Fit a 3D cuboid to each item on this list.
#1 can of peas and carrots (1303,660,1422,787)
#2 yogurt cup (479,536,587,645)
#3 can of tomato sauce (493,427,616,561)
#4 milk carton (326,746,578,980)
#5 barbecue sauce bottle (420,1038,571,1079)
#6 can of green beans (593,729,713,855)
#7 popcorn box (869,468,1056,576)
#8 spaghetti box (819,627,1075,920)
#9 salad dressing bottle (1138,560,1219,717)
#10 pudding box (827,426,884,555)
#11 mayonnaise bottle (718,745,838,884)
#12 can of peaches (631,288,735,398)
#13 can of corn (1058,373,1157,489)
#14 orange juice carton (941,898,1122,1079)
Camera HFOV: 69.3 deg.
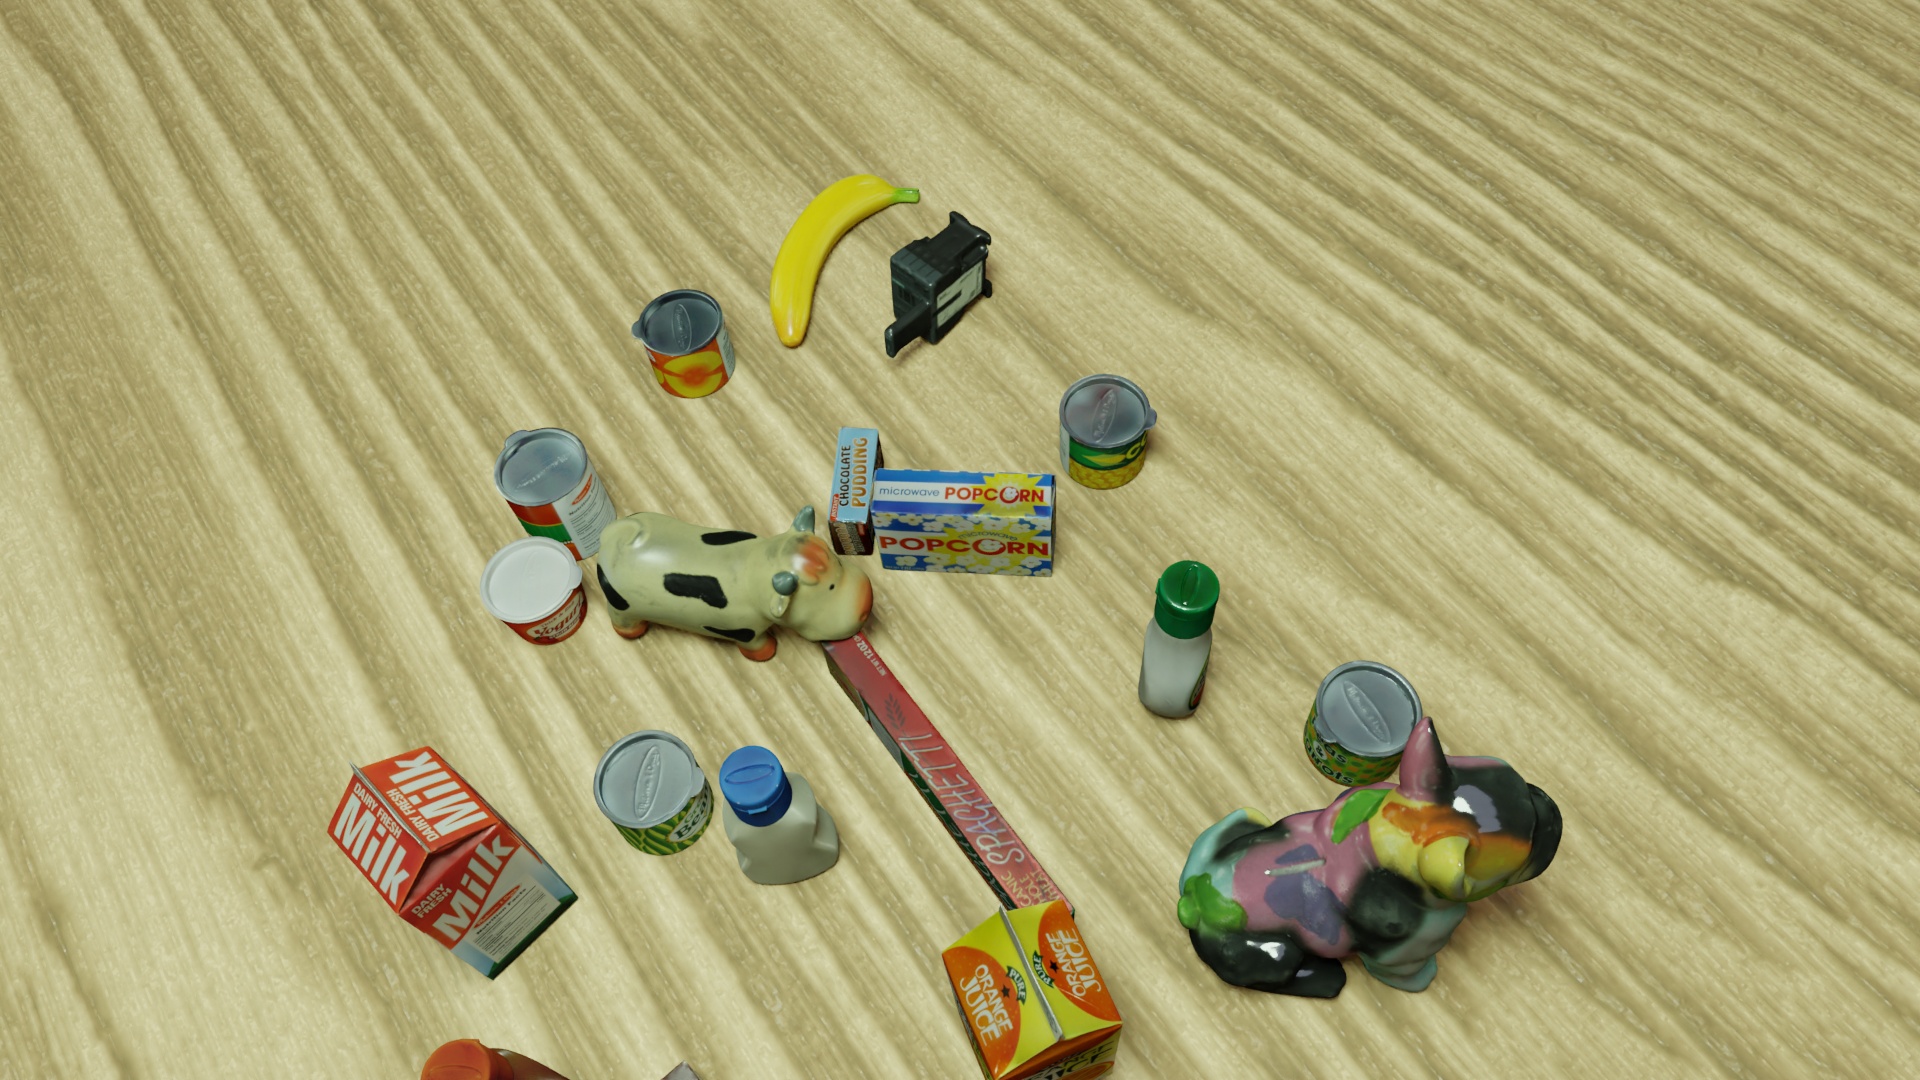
[{"bbox_3d":[0.257,0.121,0.900,0.071,0.058,0.071,-2,59,3],"label":"can of peas and carrots"},{"bbox_3d":[-0.299,0.039,0.986,0.072,0.053,0.073,-2,59,3],"label":"yogurt cup"},{"bbox_3d":[-0.295,-0.033,1.012,0.071,0.082,0.071,-2,59,3],"label":"can of tomato sauce"},{"bbox_3d":[-0.301,0.187,0.819,0.072,0.189,0.074,38,68,22],"label":"milk carton"},{"bbox_3d":[-0.252,0.308,0.768,0.065,0.147,0.044,0,60,4],"label":"barbecue sauce bottle"},{"bbox_3d":[-0.198,0.165,0.903,0.071,0.057,0.071,-2,59,3],"label":"can of green beans"},{"bbox_3d":[0.003,-0.012,0.980,0.127,0.084,0.038,2,60,5],"label":"popcorn box"},{"bbox_3d":[-0.011,0.157,0.900,0.029,0.050,0.251,-33,63,-15],"label":"spaghetti box"},{"bbox_3d":[0.140,0.064,0.890,0.044,0.147,0.064,13,61,11],"label":"salad dressing bottle"},{"bbox_3d":[-0.077,-0.037,1.020,0.030,0.049,0.084,2,59,5],"label":"pudding box"},{"bbox_3d":[-0.114,0.168,0.843,0.065,0.147,0.041,-12,60,-4],"label":"mayonnaise bottle"},{"bbox_3d":[-0.217,-0.154,1.094,0.071,0.057,0.071,-2,59,3],"label":"can of peaches"},{"bbox_3d":[0.108,-0.079,1.029,0.071,0.058,0.071,-2,59,3],"label":"can of corn"},{"bbox_3d":[0.039,0.255,0.756,0.073,0.191,0.072,-22,61,-9],"label":"orange juice carton"}]
